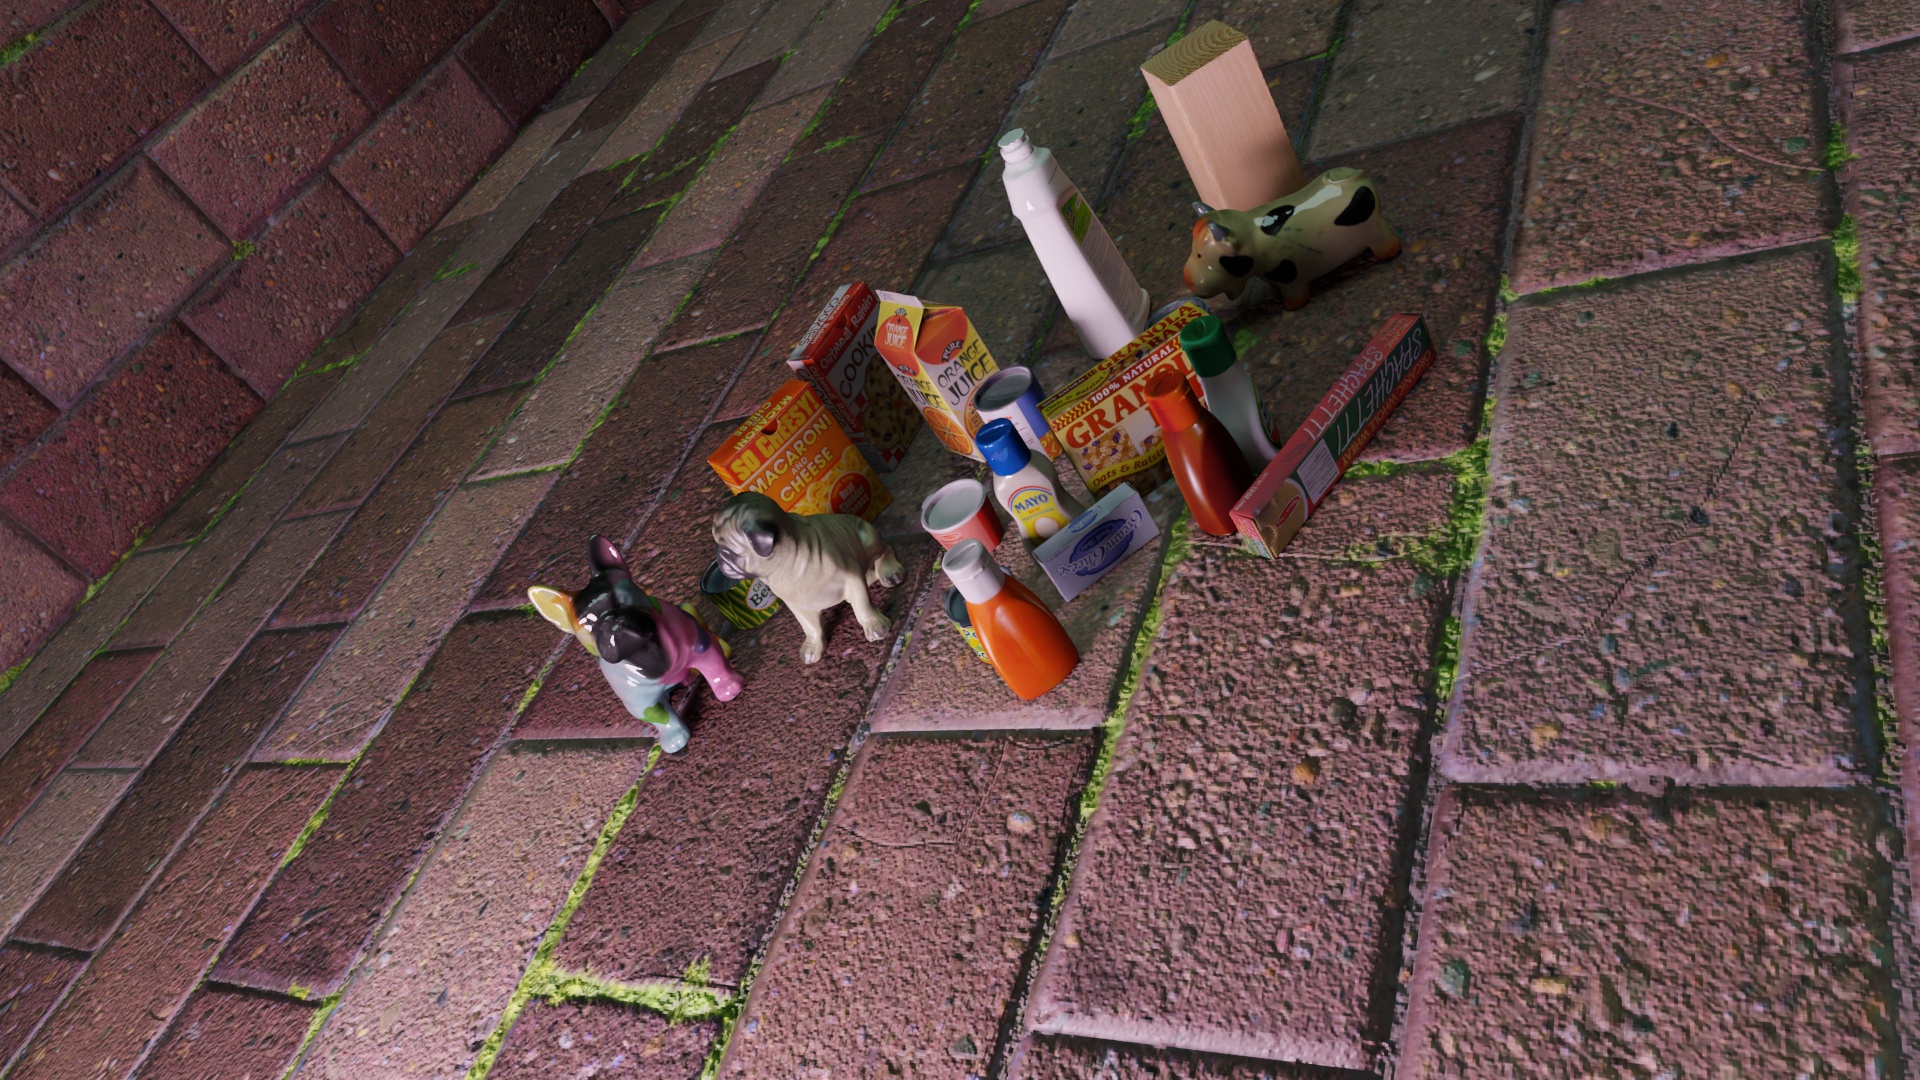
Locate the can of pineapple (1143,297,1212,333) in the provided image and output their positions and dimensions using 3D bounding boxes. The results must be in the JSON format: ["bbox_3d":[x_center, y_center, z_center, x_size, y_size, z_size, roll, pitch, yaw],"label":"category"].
[{"bbox_3d":[0.219,-0.190,1.337,0.071,0.057,0.071,-22,36,18],"label":"can of pineapple"}]

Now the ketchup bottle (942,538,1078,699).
[{"bbox_3d":[0.037,0.061,1.109,0.065,0.148,0.043,-39,34,-5],"label":"ketchup bottle"}]

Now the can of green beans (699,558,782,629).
[{"bbox_3d":[-0.223,0.049,1.420,0.071,0.057,0.071,-22,36,18],"label":"can of green beans"}]

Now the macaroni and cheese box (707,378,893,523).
[{"bbox_3d":[-0.158,-0.061,1.401,0.124,0.166,0.040,-48,36,-18],"label":"macaroni and cheese box"}]

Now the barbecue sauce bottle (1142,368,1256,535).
[{"bbox_3d":[0.196,-0.075,1.138,0.043,0.148,0.065,8,53,45],"label":"barbecue sauce bottle"}]

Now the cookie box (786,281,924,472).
[{"bbox_3d":[-0.100,-0.174,1.486,0.040,0.167,0.123,-2,46,39],"label":"cookie box"}]

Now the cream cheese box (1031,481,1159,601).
[{"bbox_3d":[0.117,0.001,1.196,0.104,0.053,0.024,-37,34,-3],"label":"cream cheese box"}]

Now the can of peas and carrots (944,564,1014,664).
[{"bbox_3d":[0.028,0.065,1.189,0.071,0.058,0.071,-22,36,18],"label":"can of peas and carrots"}]

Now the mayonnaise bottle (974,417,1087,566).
[{"bbox_3d":[0.062,-0.042,1.211,0.064,0.147,0.041,-22,37,19],"label":"mayonnaise bottle"}]

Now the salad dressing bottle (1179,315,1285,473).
[{"bbox_3d":[0.228,-0.122,1.168,0.044,0.147,0.064,-21,37,20],"label":"salad dressing bottle"}]

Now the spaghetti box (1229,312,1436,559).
[{"bbox_3d":[0.311,-0.090,1.147,0.251,0.050,0.029,-48,36,-18],"label":"spaghetti box"}]

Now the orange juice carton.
[{"bbox_3d":[-0.017,-0.175,1.397,0.073,0.192,0.072,-47,36,-16],"label":"orange juice carton"}]

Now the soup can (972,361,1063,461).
[{"bbox_3d":[0.061,-0.121,1.363,0.071,0.083,0.072,-23,36,18],"label":"soup can"}]

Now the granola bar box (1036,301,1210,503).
[{"bbox_3d":[0.167,-0.115,1.232,0.165,0.123,0.039,-34,34,1],"label":"granola bar box"}]

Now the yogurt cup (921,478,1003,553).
[{"bbox_3d":[0.005,-0.016,1.311,0.072,0.053,0.073,-22,36,18],"label":"yogurt cup"}]
